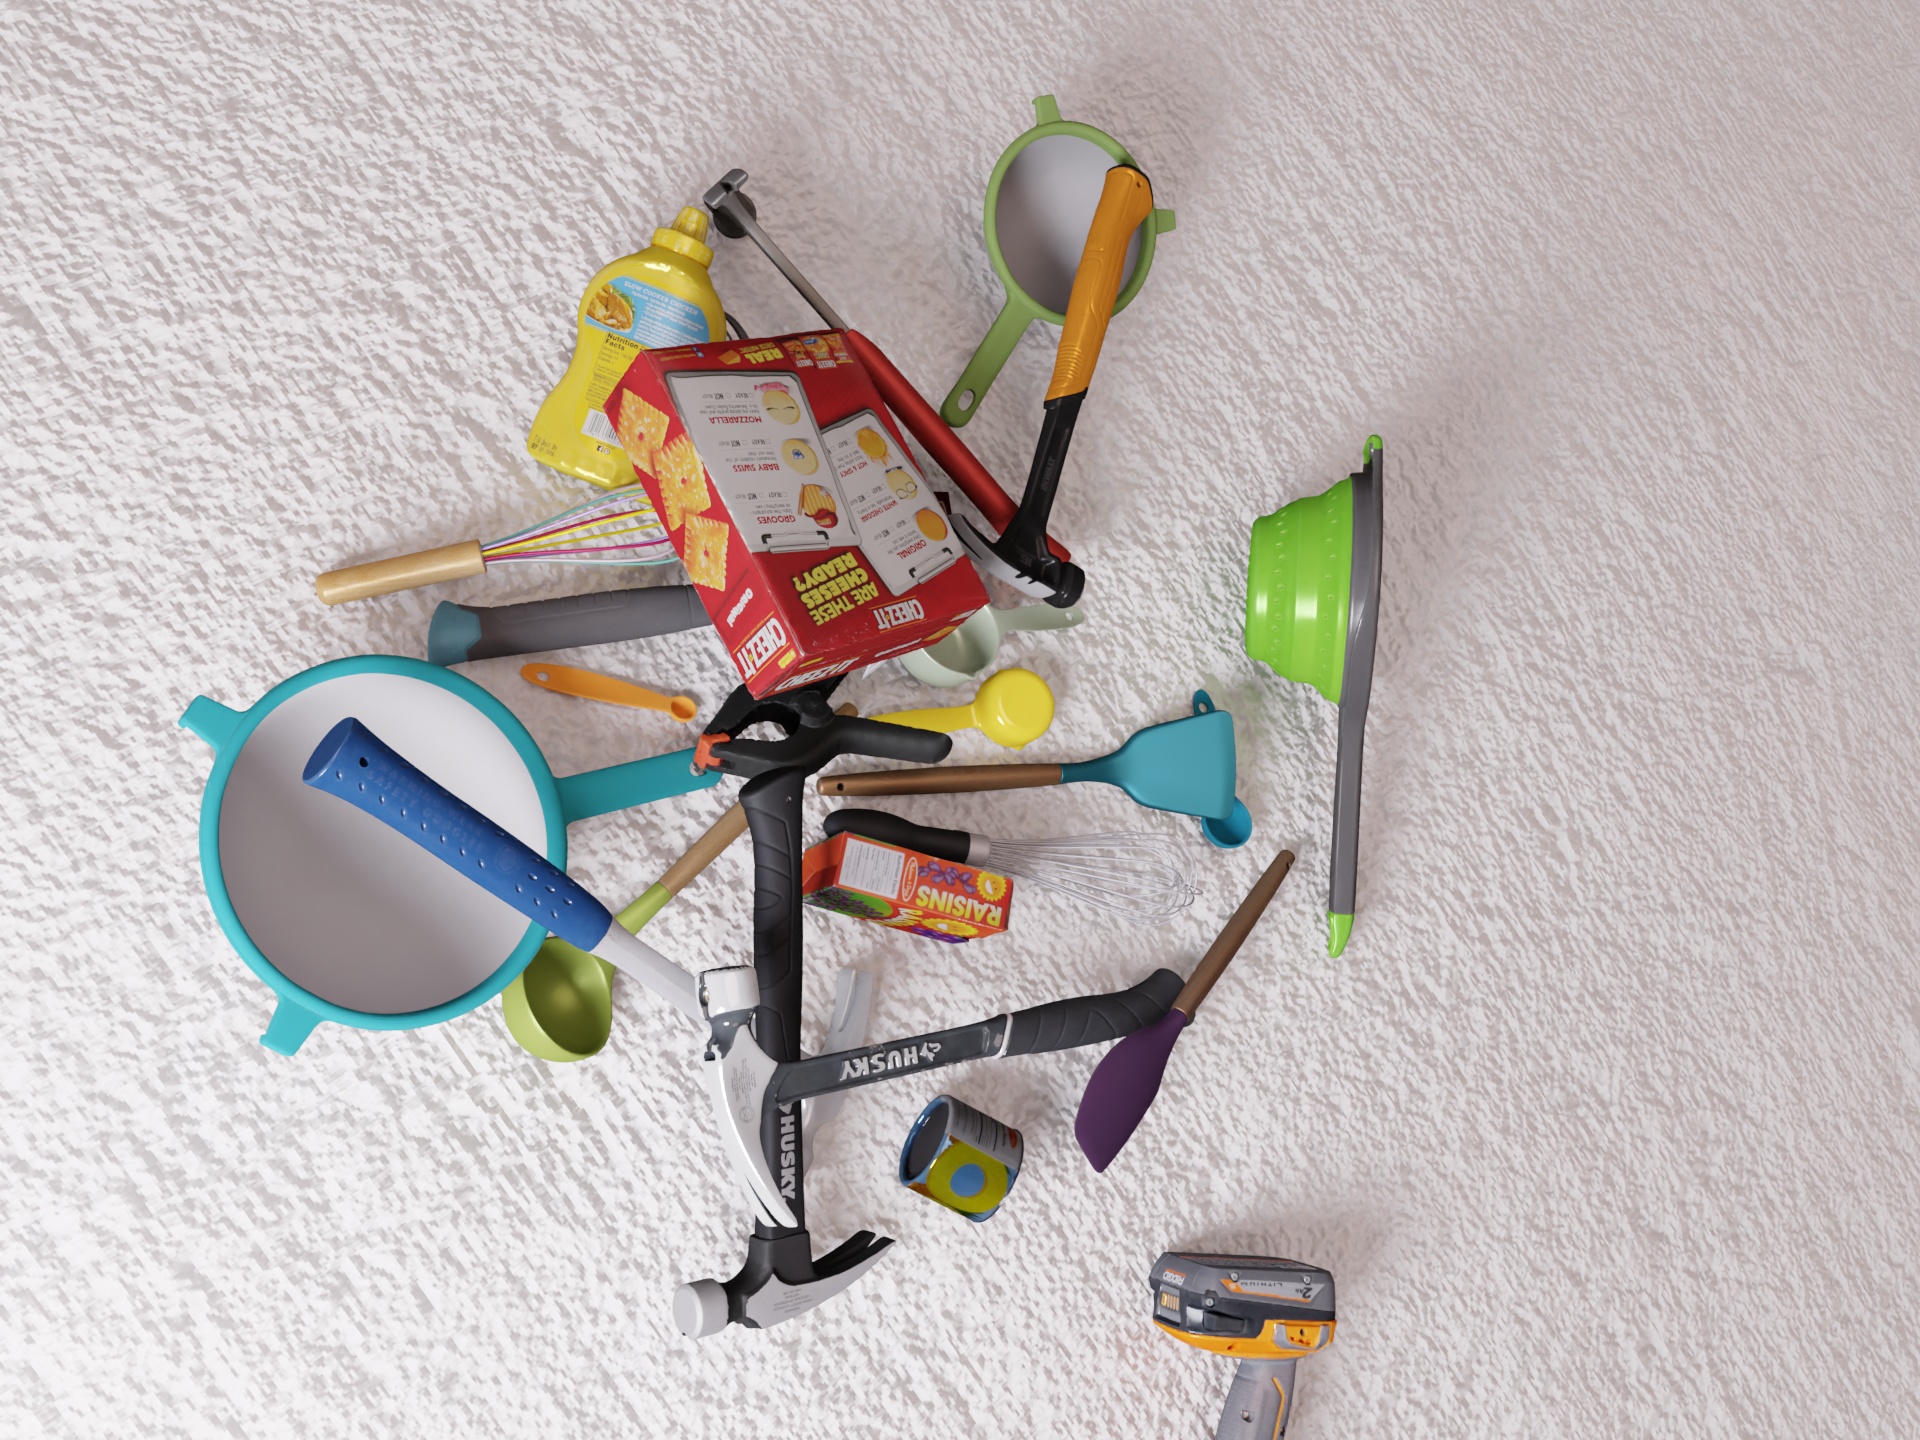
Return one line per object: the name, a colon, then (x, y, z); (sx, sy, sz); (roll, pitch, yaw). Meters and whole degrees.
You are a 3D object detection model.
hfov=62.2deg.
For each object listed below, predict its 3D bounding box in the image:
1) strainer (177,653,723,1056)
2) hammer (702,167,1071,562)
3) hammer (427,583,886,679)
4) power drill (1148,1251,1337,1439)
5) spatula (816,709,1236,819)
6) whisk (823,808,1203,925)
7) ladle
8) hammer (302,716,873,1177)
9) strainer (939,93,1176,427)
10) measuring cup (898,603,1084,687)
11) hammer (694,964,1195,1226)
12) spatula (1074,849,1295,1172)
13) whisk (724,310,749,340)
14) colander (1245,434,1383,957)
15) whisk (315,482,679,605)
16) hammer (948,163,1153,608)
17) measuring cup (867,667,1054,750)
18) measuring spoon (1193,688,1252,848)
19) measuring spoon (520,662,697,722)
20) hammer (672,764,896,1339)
strainer: (-0.299, 0.063, 0.962); (0.340, 0.095, 0.211); (-14, 88, -47)
hammer: (-0.047, -0.235, 1.121); (0.036, 0.149, 0.359); (-42, 105, 2)
hammer: (-0.178, -0.076, 1.040); (0.331, 0.033, 0.128); (-9, 74, -17)
power drill: (0.174, 0.484, 1.077); (0.164, 0.084, 0.226); (10, 78, -22)
spatula: (0.051, 0.039, 1.140); (0.317, 0.044, 0.082); (-3, 94, -24)
whisk: (0.040, 0.096, 1.120); (0.284, 0.070, 0.070); (11, 74, -16)
ladle: (-0.167, 0.092, 1.024); (0.320, 0.062, 0.078); (-46, 112, -28)
hammer: (-0.203, 0.126, 0.940); (0.405, 0.035, 0.144); (43, 61, -32)
strainer: (0.045, -0.332, 1.218); (0.151, 0.069, 0.256); (34, 82, -26)
measuring cup: (0.021, -0.065, 1.158); (0.167, 0.038, 0.083); (-8, 72, -40)
hammer: (0.013, 0.211, 1.025); (0.408, 0.036, 0.149); (-1, 79, -42)
spatula: (0.167, 0.192, 1.135); (0.316, 0.018, 0.059); (-45, 116, -38)
whisk: (-0.133, -0.180, 1.105); (0.055, 0.055, 0.239); (-30, 96, -27)
colander: (0.263, -0.018, 1.221); (0.094, 0.204, 0.397); (3, 93, 10)
whisk: (-0.278, -0.107, 1.002); (0.245, 0.047, 0.051); (-14, 117, -10)
hammer: (0.076, -0.257, 1.146); (0.127, 0.034, 0.337); (27, 72, -35)
measuring cup: (-0.002, -0.004, 1.133); (0.156, 0.029, 0.062); (-9, 82, -27)
measuring spoon: (0.193, 0.039, 1.224); (0.042, 0.021, 0.129); (0, 69, -24)
measuring spoon: (-0.231, -0.017, 1.044); (0.116, 0.011, 0.021); (14, 50, -18)
hammer: (-0.107, 0.195, 0.977); (0.146, 0.035, 0.335); (2, 87, -42)
